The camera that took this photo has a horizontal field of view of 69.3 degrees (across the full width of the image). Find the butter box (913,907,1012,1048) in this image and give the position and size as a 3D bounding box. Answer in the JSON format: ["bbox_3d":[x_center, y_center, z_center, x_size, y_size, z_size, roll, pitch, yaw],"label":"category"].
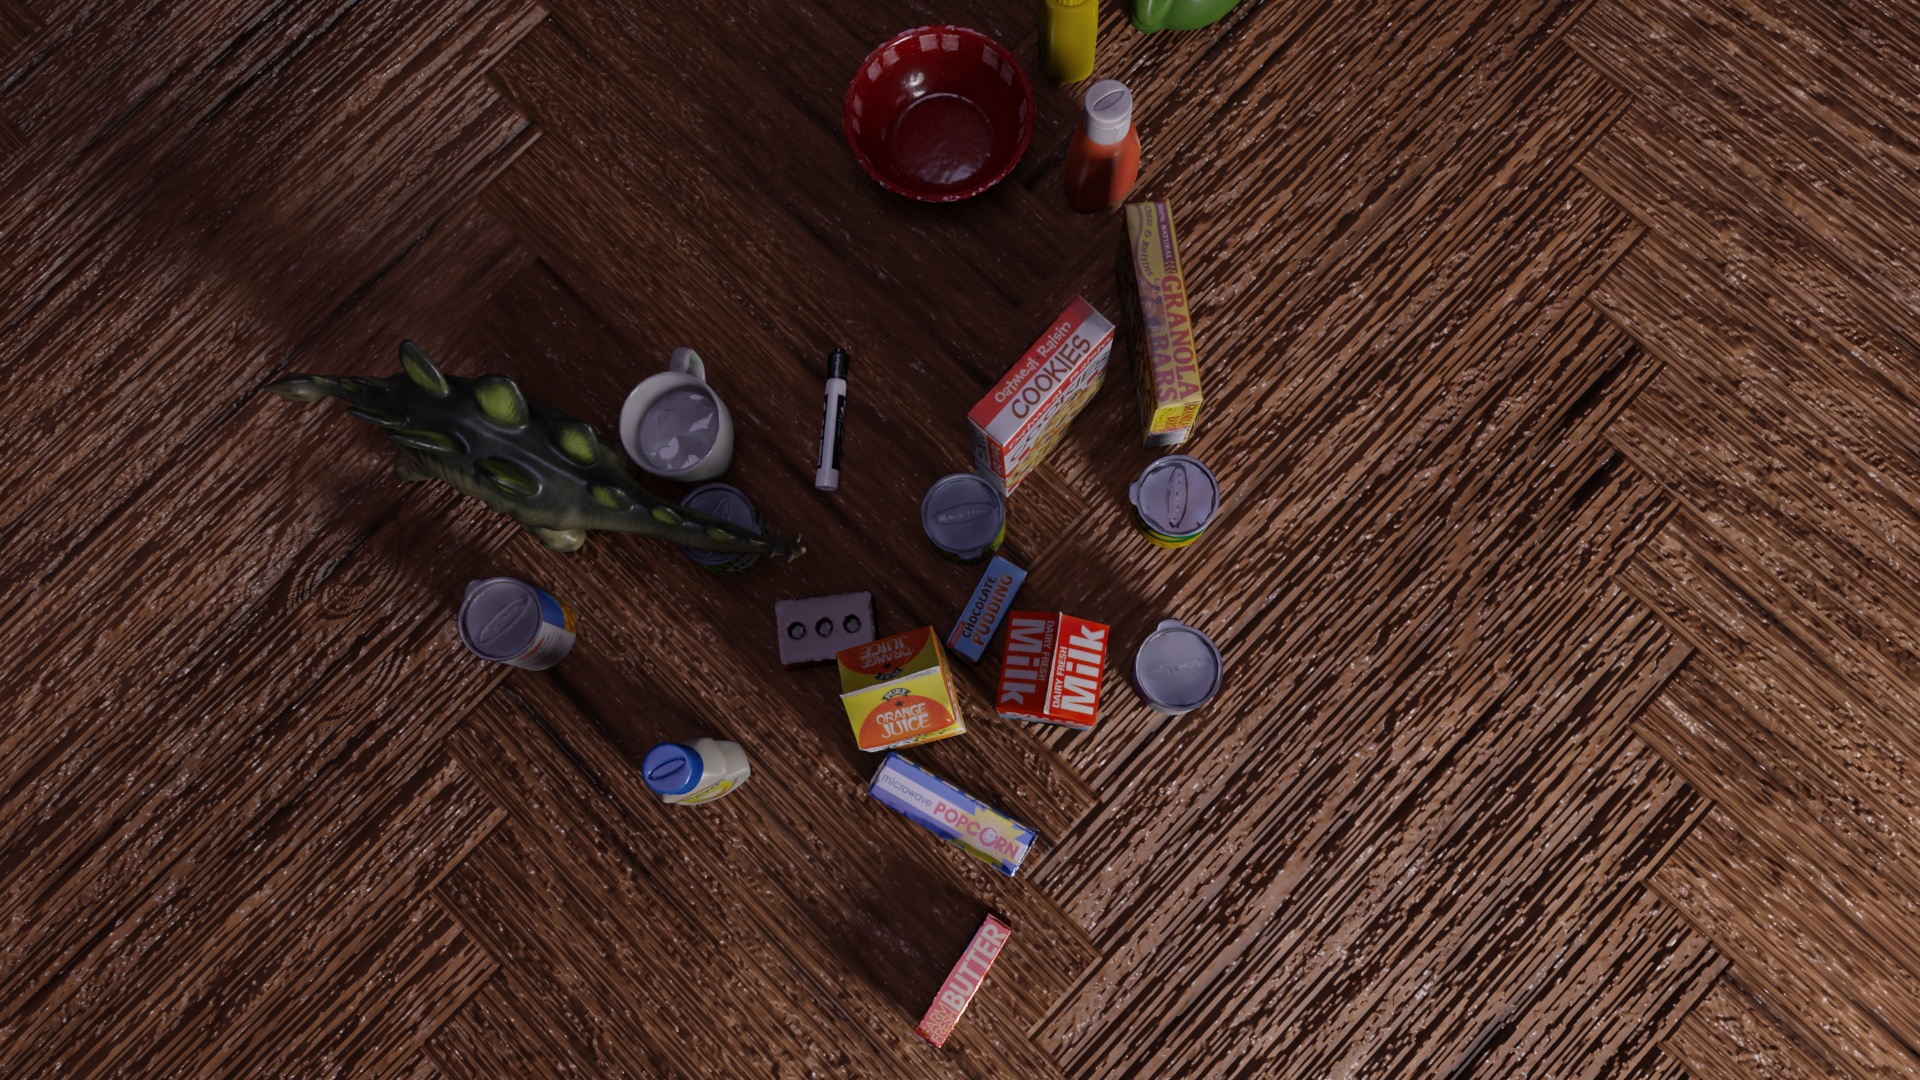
[{"bbox_3d":[0.003,0.329,1.047,0.024,0.053,0.103,32,82,8],"label":"butter box"}]

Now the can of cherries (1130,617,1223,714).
[{"bbox_3d":[0.167,0.099,1.082,0.071,0.058,0.071,0,79,3],"label":"can of cherries"}]

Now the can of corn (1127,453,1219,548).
[{"bbox_3d":[0.167,-0.030,1.108,0.071,0.058,0.071,0,79,3],"label":"can of corn"}]

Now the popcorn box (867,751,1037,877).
[{"bbox_3d":[-0.005,0.206,1.055,0.127,0.085,0.038,29,82,8],"label":"popcorn box"}]

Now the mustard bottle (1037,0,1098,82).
[{"bbox_3d":[0.088,-0.437,1.140,0.049,0.160,0.065,-6,79,2],"label":"mustard bottle"}]

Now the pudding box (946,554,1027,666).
[{"bbox_3d":[0.021,0.056,1.102,0.030,0.049,0.084,29,82,8],"label":"pudding box"}]

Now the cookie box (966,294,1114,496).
[{"bbox_3d":[0.061,-0.108,1.073,0.040,0.167,0.123,41,84,9],"label":"cookie box"}]

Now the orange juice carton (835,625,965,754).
[{"bbox_3d":[-0.043,0.111,1.021,0.072,0.192,0.073,-15,79,0],"label":"orange juice carton"}]

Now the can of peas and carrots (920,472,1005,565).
[{"bbox_3d":[0.004,-0.014,1.112,0.071,0.058,0.071,0,79,3],"label":"can of peas and carrots"}]

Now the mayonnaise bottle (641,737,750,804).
[{"bbox_3d":[-0.201,0.173,1.039,0.065,0.148,0.041,-26,79,-2],"label":"mayonnaise bottle"}]

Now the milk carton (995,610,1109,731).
[{"bbox_3d":[0.067,0.097,1.020,0.073,0.190,0.072,8,80,4],"label":"milk carton"}]

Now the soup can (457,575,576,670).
[{"bbox_3d":[-0.351,0.065,1.100,0.071,0.083,0.071,-1,79,3],"label":"soup can"}]

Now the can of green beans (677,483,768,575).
[{"bbox_3d":[-0.192,-0.008,1.120,0.071,0.057,0.071,0,79,3],"label":"can of green beans"}]

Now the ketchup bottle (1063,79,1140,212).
[{"bbox_3d":[0.116,-0.318,1.121,0.065,0.148,0.043,-32,80,-3],"label":"ketchup bottle"}]

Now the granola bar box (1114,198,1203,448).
[{"bbox_3d":[0.156,-0.169,1.102,0.039,0.124,0.166,-8,79,1],"label":"granola bar box"}]
